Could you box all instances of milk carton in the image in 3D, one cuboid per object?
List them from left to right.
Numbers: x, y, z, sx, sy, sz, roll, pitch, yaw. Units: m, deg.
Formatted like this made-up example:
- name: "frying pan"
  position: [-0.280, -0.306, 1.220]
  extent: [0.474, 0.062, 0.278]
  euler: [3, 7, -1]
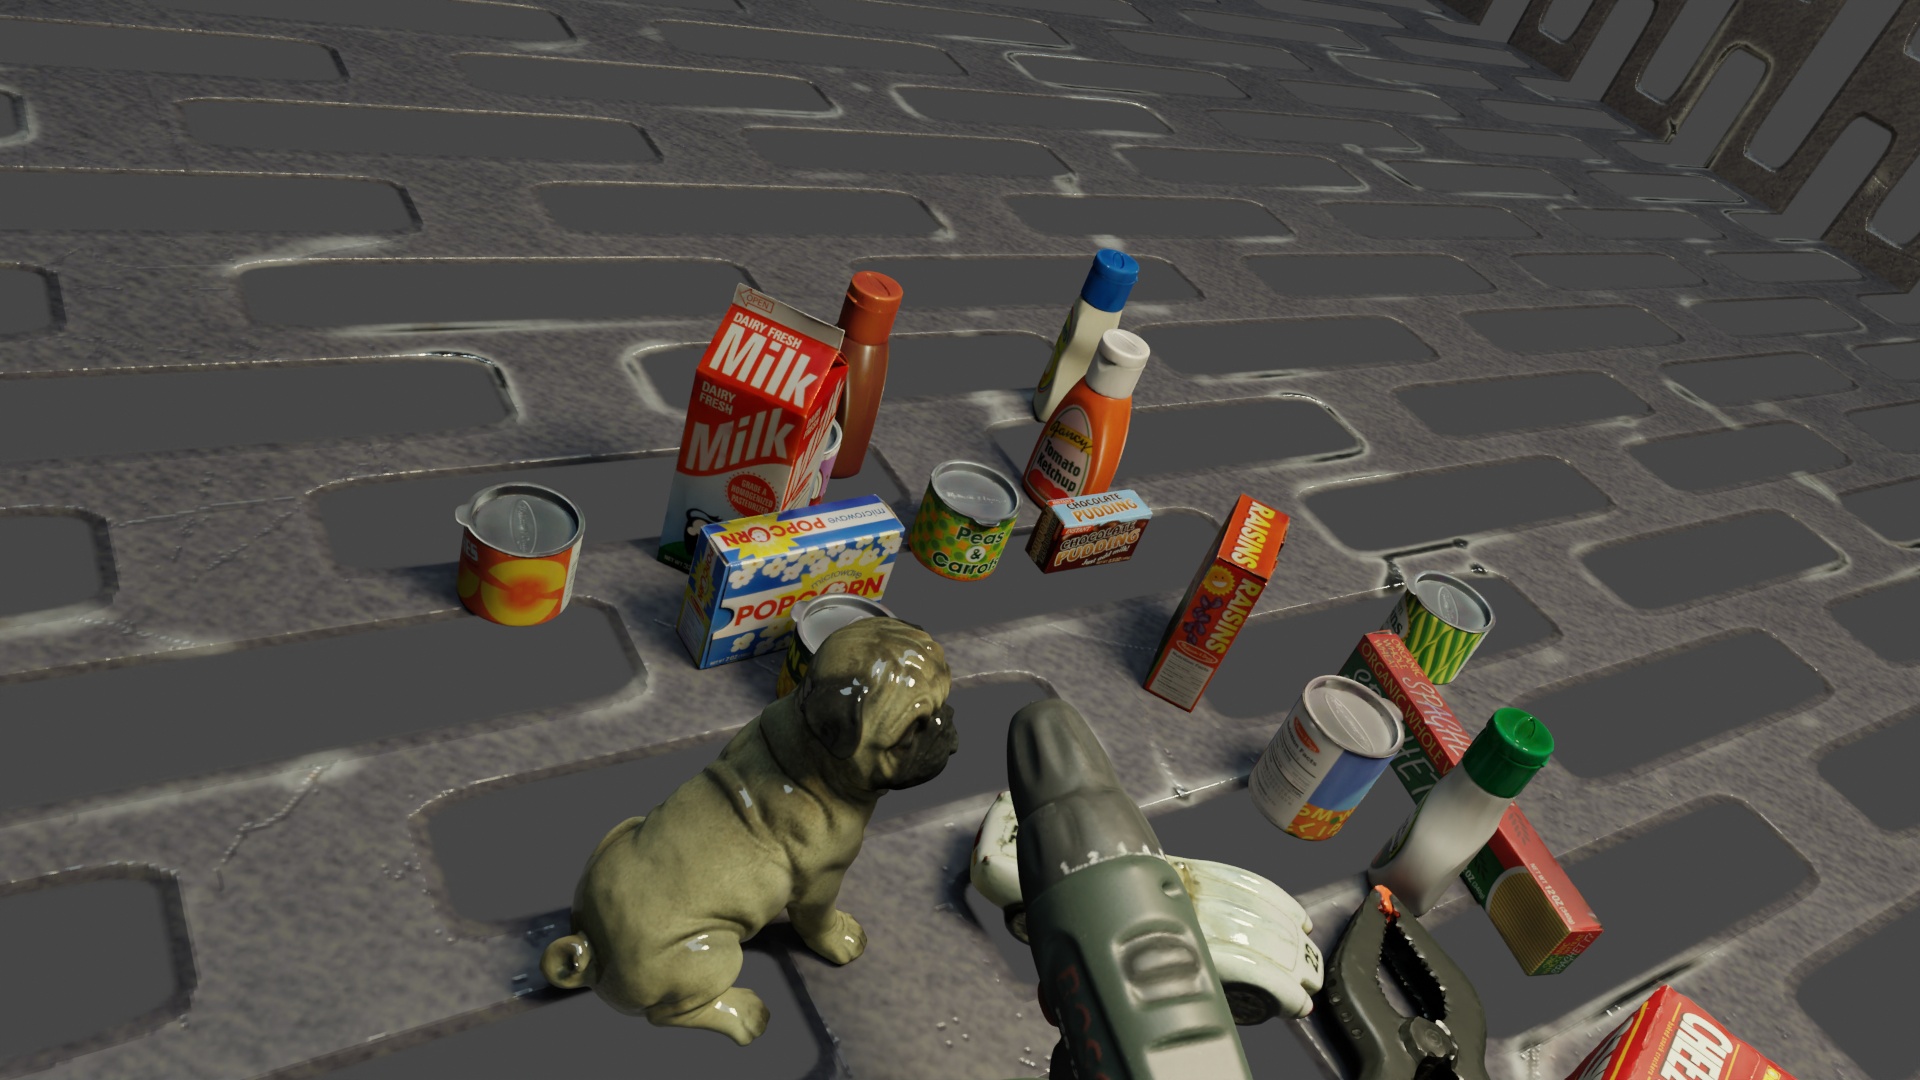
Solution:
- name: "milk carton"
  position: [-0.125, -0.063, 0.853]
  extent: [0.072, 0.189, 0.074]
  euler: [24, 36, 3]

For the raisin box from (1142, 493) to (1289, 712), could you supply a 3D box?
- name: "raisin box"
  position: [0.171, 0.042, 0.925]
  extent: [0.040, 0.122, 0.086]
  euler: [27, 37, 7]

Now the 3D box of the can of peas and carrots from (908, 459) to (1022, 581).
- name: "can of peas and carrots"
  position: [0.003, -0.012, 0.963]
  extent: [0.071, 0.058, 0.071]
  euler: [14, 37, -11]

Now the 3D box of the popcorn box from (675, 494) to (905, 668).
- name: "popcorn box"
  position: [-0.102, 0.024, 0.843]
  extent: [0.127, 0.084, 0.038]
  euler: [-12, 48, -37]

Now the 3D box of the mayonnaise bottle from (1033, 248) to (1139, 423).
- name: "mayonnaise bottle"
  position: [0.101, -0.165, 1.129]
  extent: [0.041, 0.147, 0.065]
  euler: [16, 37, -8]

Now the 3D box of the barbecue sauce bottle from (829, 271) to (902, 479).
- name: "barbecue sauce bottle"
  position: [-0.078, -0.118, 0.980]
  extent: [0.044, 0.147, 0.065]
  euler: [-10, 47, -35]

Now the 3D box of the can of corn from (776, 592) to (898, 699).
- name: "can of corn"
  position: [-0.073, 0.073, 0.818]
  extent: [0.071, 0.058, 0.071]
  euler: [14, 37, -11]

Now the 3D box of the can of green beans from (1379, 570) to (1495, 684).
- name: "can of green beans"
  position: [0.356, 0.065, 1.042]
  extent: [0.071, 0.057, 0.071]
  euler: [14, 37, -11]

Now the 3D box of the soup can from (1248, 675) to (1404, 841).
- name: "soup can"
  position: [0.229, 0.136, 0.868]
  extent: [0.071, 0.083, 0.072]
  euler: [14, 37, -11]

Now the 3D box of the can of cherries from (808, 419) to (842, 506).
- name: "can of cherries"
  position: [-0.120, -0.055, 0.955]
  extent: [0.071, 0.058, 0.072]
  euler: [14, 37, -11]

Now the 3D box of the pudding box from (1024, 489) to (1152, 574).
- name: "pudding box"
  position: [0.093, -0.007, 1.009]
  extent: [0.084, 0.049, 0.030]
  euler: [-8, 46, -34]

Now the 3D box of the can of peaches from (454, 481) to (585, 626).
- name: "can of peaches"
  position: [-0.259, 0.008, 0.808]
  extent: [0.071, 0.057, 0.071]
  euler: [14, 37, -11]

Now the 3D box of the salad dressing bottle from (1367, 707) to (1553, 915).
- name: "salad dressing bottle"
  position: [0.293, 0.160, 0.817]
  extent: [0.044, 0.146, 0.064]
  euler: [37, 39, 20]

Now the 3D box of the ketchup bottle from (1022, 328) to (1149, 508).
- name: "ketchup bottle"
  position: [0.096, -0.085, 1.026]
  extent: [0.044, 0.148, 0.065]
  euler: [-20, 53, -42]

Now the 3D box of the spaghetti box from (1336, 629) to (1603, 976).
- name: "spaghetti box"
  position: [0.324, 0.163, 0.910]
  extent: [0.029, 0.049, 0.251]
  euler: [2, 41, -24]
